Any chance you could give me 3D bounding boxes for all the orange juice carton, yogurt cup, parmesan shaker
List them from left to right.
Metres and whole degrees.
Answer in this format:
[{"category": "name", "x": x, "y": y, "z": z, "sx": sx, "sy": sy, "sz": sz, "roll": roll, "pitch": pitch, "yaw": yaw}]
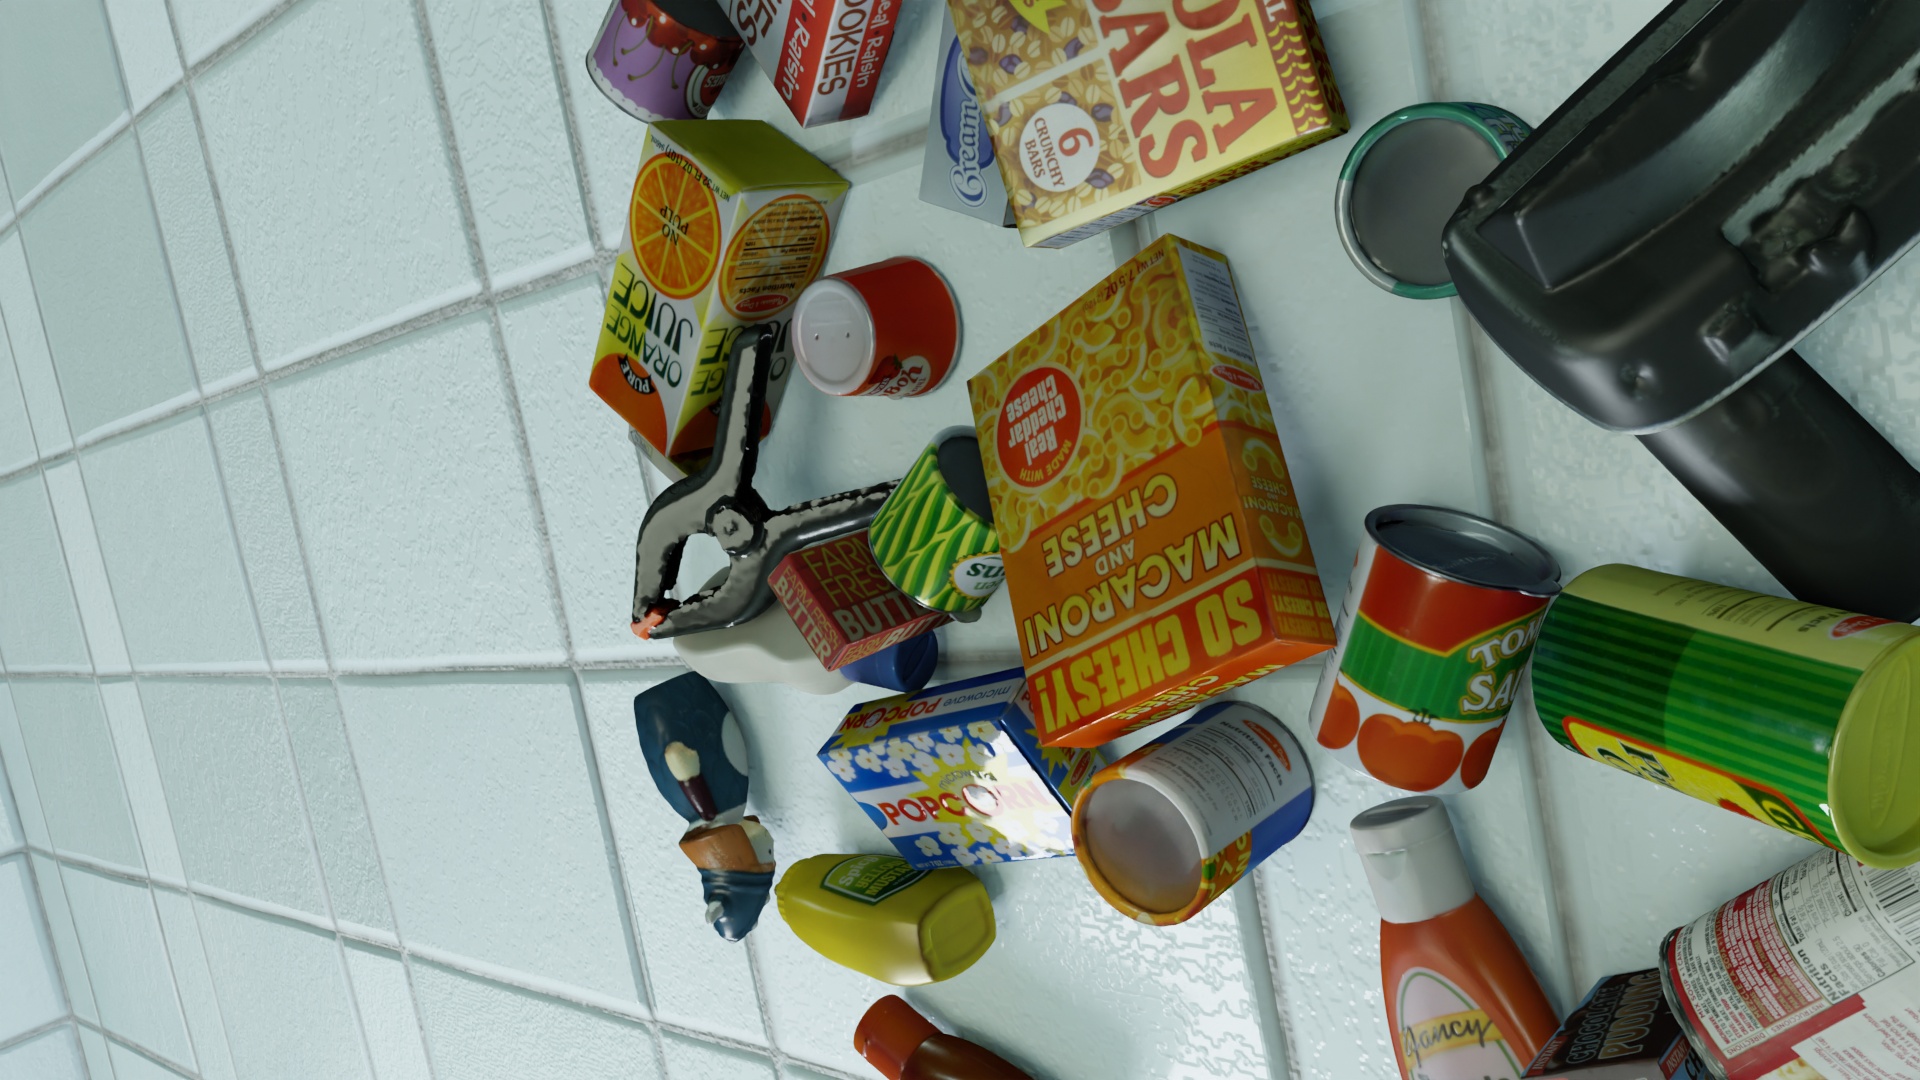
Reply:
[{"category": "orange juice carton", "x": -0.131, "y": -0.111, "z": 0.711, "sx": 0.072, "sy": 0.073, "sz": 0.191, "roll": 40, "pitch": 126, "yaw": 26}, {"category": "yogurt cup", "x": -0.041, "y": -0.098, "z": 0.648, "sx": 0.072, "sy": 0.054, "sz": 0.072, "roll": 12, "pitch": 109, "yaw": 39}, {"category": "parmesan shaker", "x": 0.235, "y": 0.048, "z": 0.415, "sx": 0.103, "sy": 0.071, "sz": 0.071, "roll": -159, "pitch": 62, "yaw": -65}]

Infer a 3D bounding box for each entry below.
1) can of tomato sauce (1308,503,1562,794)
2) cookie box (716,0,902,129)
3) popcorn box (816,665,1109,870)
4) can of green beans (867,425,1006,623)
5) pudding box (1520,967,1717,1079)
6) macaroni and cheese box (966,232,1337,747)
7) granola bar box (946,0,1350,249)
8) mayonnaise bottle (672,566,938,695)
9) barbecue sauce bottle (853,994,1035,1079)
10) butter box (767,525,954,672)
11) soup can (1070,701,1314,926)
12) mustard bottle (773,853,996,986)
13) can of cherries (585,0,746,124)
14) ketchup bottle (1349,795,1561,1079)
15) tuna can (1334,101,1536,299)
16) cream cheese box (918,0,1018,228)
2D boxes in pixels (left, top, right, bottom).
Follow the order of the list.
[{"category": "can of tomato sauce", "x": 0.168, "y": 0.039, "z": 0.493, "sx": 0.071, "sy": 0.071, "sz": 0.082, "roll": 27, "pitch": 119, "yaw": 34}, {"category": "cookie box", "x": -0.084, "y": -0.288, "z": 0.617, "sx": 0.168, "sy": 0.040, "sz": 0.122, "roll": 57, "pitch": 153, "yaw": 14}, {"category": "popcorn box", "x": 0.005, "y": 0.110, "z": 0.653, "sx": 0.126, "sy": 0.038, "sz": 0.085, "roll": -18, "pitch": 117, "yaw": 43}, {"category": "can of green beans", "x": 0.001, "y": -0.010, "z": 0.627, "sx": 0.071, "sy": 0.071, "sz": 0.057, "roll": 53, "pitch": 129, "yaw": 17}, {"category": "pudding box", "x": 0.229, "y": 0.171, "z": 0.463, "sx": 0.049, "sy": 0.084, "sz": 0.030, "roll": -31, "pitch": 78, "yaw": 43}, {"category": "macaroni and cheese box", "x": 0.069, "y": -0.016, "z": 0.547, "sx": 0.123, "sy": 0.040, "sz": 0.167, "roll": -32, "pitch": 59, "yaw": 42}, {"category": "granola bar box", "x": 0.059, "y": -0.208, "z": 0.520, "sx": 0.124, "sy": 0.039, "sz": 0.165, "roll": -17, "pitch": 90, "yaw": 27}, {"category": "mayonnaise bottle", "x": -0.080, "y": 0.050, "z": 0.720, "sx": 0.148, "sy": 0.065, "sz": 0.041, "roll": 7, "pitch": 144, "yaw": 37}, {"category": "barbecue sauce bottle", "x": 0.007, "y": 0.292, "z": 0.719, "sx": 0.149, "sy": 0.044, "sz": 0.064, "roll": 27, "pitch": 119, "yaw": 34}, {"category": "butter box", "x": -0.035, "y": 0.020, "z": 0.641, "sx": 0.053, "sy": 0.104, "sz": 0.024, "roll": 54, "pitch": 131, "yaw": 15}, {"category": "soup can", "x": 0.094, "y": 0.112, "z": 0.566, "sx": 0.071, "sy": 0.084, "sz": 0.071, "roll": 13, "pitch": 111, "yaw": 39}, {"category": "mustard bottle", "x": -0.054, "y": 0.194, "z": 0.735, "sx": 0.160, "sy": 0.065, "sz": 0.048, "roll": -4, "pitch": 104, "yaw": 46}, {"category": "can of cherries", "x": -0.142, "y": -0.246, "z": 0.691, "sx": 0.071, "sy": 0.072, "sz": 0.058, "roll": 55, "pitch": 129, "yaw": 16}, {"category": "ketchup bottle", "x": 0.190, "y": 0.173, "z": 0.526, "sx": 0.064, "sy": 0.044, "sz": 0.149, "roll": -21, "pitch": 87, "yaw": 43}, {"category": "tuna can", "x": 0.166, "y": -0.117, "z": 0.473, "sx": 0.071, "sy": 0.033, "sz": 0.071, "roll": 13, "pitch": 111, "yaw": 39}, {"category": "cream cheese box", "x": 0.014, "y": -0.190, "z": 0.594, "sx": 0.053, "sy": 0.024, "sz": 0.103, "roll": 26, "pitch": 117, "yaw": 36}]
